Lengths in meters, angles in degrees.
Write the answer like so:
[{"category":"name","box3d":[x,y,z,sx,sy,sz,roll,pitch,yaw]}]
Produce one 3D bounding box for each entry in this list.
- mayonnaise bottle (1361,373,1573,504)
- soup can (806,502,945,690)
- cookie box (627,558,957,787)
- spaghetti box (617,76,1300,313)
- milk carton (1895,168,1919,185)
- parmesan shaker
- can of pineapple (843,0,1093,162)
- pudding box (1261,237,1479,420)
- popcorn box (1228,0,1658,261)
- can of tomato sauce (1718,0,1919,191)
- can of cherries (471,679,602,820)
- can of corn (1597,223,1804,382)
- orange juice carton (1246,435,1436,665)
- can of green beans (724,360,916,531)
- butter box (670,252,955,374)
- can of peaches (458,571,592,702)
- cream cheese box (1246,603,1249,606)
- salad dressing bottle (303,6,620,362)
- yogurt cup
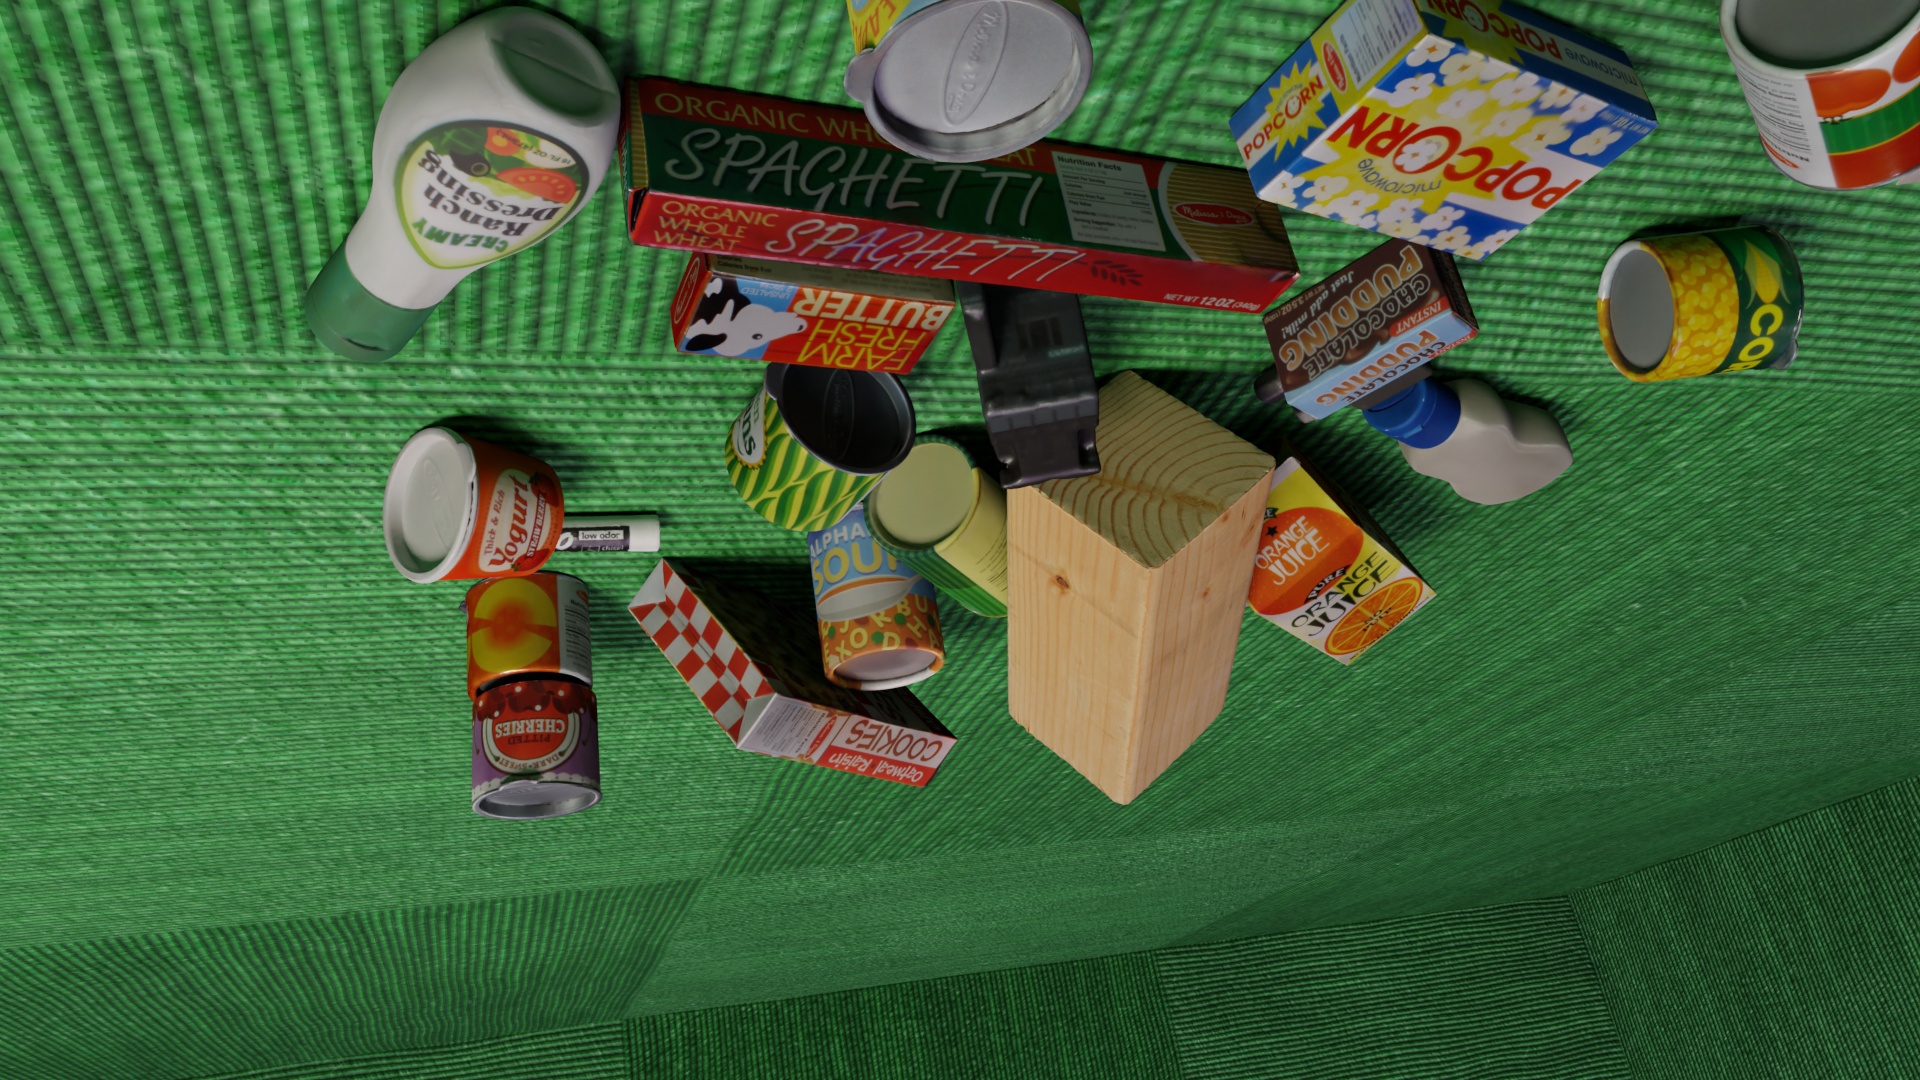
[{"category":"mayonnaise bottle","box3d":[0.267,-0.058,0.741,0.148,0.041,0.064,16,143,-42]},{"category":"soup can","box3d":[-0.047,0.030,0.752,0.071,0.084,0.071,-8,155,-4]},{"category":"cookie box","box3d":[-0.093,0.079,0.793,0.040,0.123,0.167,-54,144,8]},{"category":"spaghetti box","box3d":[0.006,-0.118,0.490,0.250,0.050,0.028,1,152,-24]},{"category":"milk carton","box3d":[0.402,-0.187,0.473,0.072,0.074,0.189,-11,156,0]},{"category":"parmesan shaker","box3d":[0.003,-0.009,0.714,0.071,0.071,0.103,-19,153,18]},{"category":"can of pineapple","box3d":[-0.001,-0.154,0.400,0.071,0.058,0.070,-9,155,-4]},{"category":"pudding box","box3d":[0.179,-0.094,0.613,0.030,0.050,0.083,17,144,-43]},{"category":"popcorn box","box3d":[0.175,-0.151,0.502,0.127,0.038,0.085,6,152,-31]},{"category":"can of tomato sauce","box3d":[0.308,-0.171,0.480,0.071,0.071,0.083,-26,151,30]},{"category":"can of cherries","box3d":[-0.227,0.112,0.743,0.071,0.058,0.071,-8,155,-4]},{"category":"can of corn","box3d":[0.333,-0.105,0.627,0.058,0.071,0.071,-7,155,-5]},{"category":"orange juice carton","box3d":[0.194,0.005,0.784,0.071,0.073,0.192,-43,146,16]},{"category":"can of green beans","box3d":[-0.062,-0.045,0.603,0.071,0.071,0.057,6,151,-32]},{"category":"butter box","box3d":[-0.058,-0.093,0.551,0.104,0.024,0.053,2,152,-26]},{"category":"can of peaches","box3d":[-0.239,0.057,0.763,0.071,0.058,0.071,-9,156,-4]},{"category":"cream cheese box","box3d":[0.167,0.019,0.886,0.053,0.024,0.103,-21,153,24]},{"category":"salad dressing bottle","box3d":[-0.167,-0.108,0.450,0.064,0.044,0.147,15,146,-41]},{"category":"yogurt cup","box3d":[-0.214,-0.013,0.616,0.072,0.072,0.054,-27,159,32]}]
